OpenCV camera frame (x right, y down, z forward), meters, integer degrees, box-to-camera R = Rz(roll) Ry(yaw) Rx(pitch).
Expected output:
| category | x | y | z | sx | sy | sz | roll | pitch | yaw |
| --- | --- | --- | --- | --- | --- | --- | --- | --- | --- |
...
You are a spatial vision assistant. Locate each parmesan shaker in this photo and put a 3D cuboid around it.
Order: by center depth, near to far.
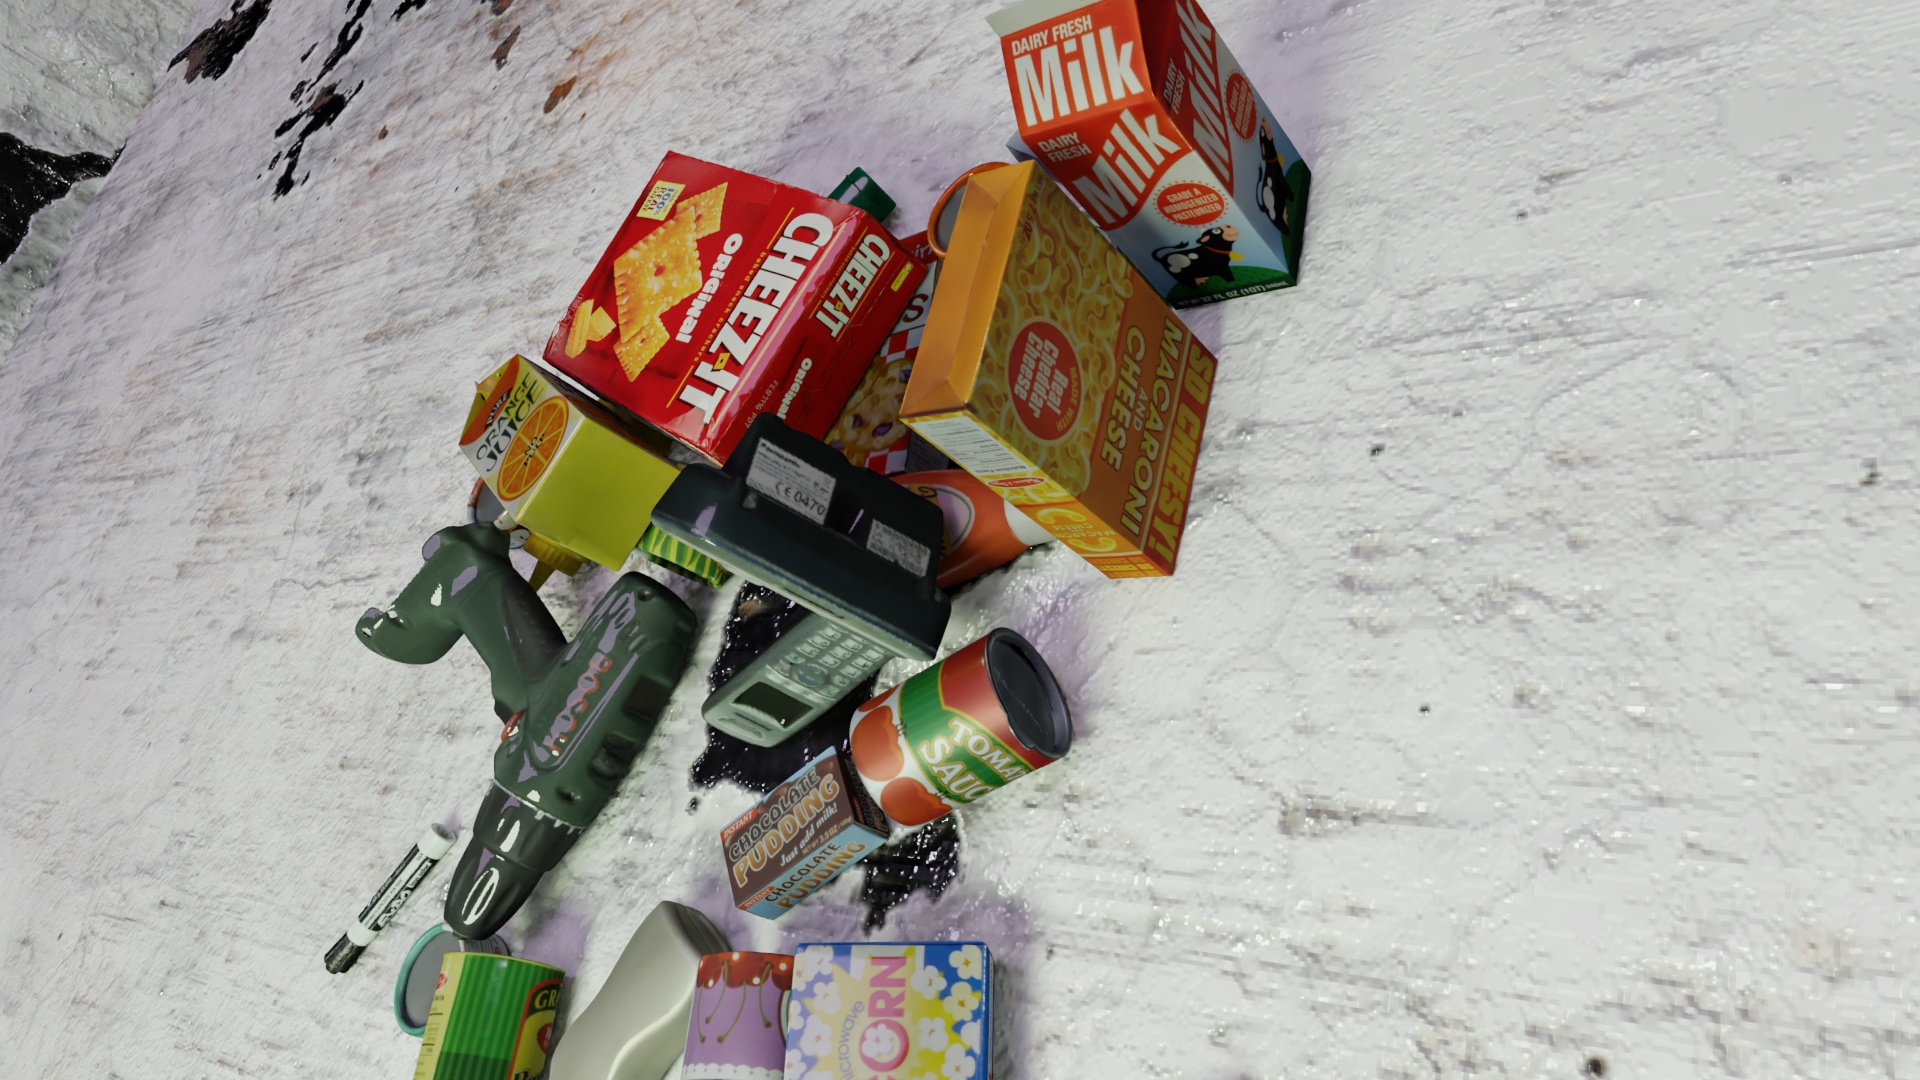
| category | x | y | z | sx | sy | sz | roll | pitch | yaw |
| --- | --- | --- | --- | --- | --- | --- | --- | --- | --- |
| parmesan shaker | -0.258 | 0.282 | 0.751 | 0.071 | 0.071 | 0.103 | -13 | 58 | 34 |

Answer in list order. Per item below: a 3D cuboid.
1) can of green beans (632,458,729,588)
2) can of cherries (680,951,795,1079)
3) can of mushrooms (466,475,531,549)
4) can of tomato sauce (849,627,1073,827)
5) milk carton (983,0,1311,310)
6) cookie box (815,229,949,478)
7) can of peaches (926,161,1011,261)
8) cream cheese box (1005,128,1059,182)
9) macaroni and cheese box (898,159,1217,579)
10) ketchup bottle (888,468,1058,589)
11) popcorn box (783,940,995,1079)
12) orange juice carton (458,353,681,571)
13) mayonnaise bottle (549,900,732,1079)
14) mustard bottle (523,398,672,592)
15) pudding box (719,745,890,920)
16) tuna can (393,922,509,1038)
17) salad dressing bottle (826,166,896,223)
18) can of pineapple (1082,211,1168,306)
| category | x | y | z | sx | sy | sz | roll | pitch | yaw |
| --- | --- | --- | --- | --- | --- | --- | --- | --- | --- |
| can of green beans | -0.163 | -0.010 | 0.847 | 0.071 | 0.071 | 0.058 | 12 | 74 | 44 |
| can of cherries | -0.091 | 0.226 | 0.642 | 0.071 | 0.071 | 0.058 | -17 | 54 | 32 |
| can of mushrooms | -0.329 | -0.032 | 1.023 | 0.071 | 0.033 | 0.071 | -21 | 53 | 30 |
| can of tomato sauce | 0.000 | 0.090 | 0.648 | 0.083 | 0.071 | 0.071 | -31 | 49 | 23 |
| milk carton | 0.092 | -0.193 | 0.655 | 0.072 | 0.190 | 0.074 | -6 | 62 | 38 |
| cookie box | -0.057 | -0.097 | 0.830 | 0.123 | 0.040 | 0.168 | -11 | 59 | 35 |
| can of peaches | 0.022 | -0.176 | 0.798 | 0.071 | 0.058 | 0.071 | -20 | 54 | 30 |
| cream cheese box | 0.077 | -0.233 | 0.812 | 0.053 | 0.024 | 0.104 | -52 | 44 | 0 |
| macaroni and cheese box | 0.051 | -0.071 | 0.632 | 0.040 | 0.166 | 0.124 | -3 | 63 | 40 |
| ketchup bottle | 0.003 | -0.009 | 0.721 | 0.148 | 0.043 | 0.065 | -12 | 79 | 34 |
| popcorn box | -0.030 | 0.234 | 0.581 | 0.085 | 0.038 | 0.127 | -2 | 59 | 7 |
| orange juice carton | -0.250 | -0.057 | 0.861 | 0.073 | 0.071 | 0.193 | -57 | 37 | 1 |
| mayonnaise bottle | -0.174 | 0.260 | 0.709 | 0.148 | 0.041 | 0.065 | -54 | 43 | 2 |
| mustard bottle | -0.255 | -0.027 | 0.946 | 0.065 | 0.048 | 0.160 | 20 | 79 | 49 |
| pudding box | -0.080 | 0.148 | 0.705 | 0.083 | 0.030 | 0.050 | -37 | 45 | 16 |
| tuna can | -0.302 | 0.263 | 0.819 | 0.071 | 0.033 | 0.071 | -20 | 53 | 29 |
| salad dressing bottle | -0.105 | -0.182 | 0.921 | 0.147 | 0.044 | 0.064 | -45 | 43 | 7 |
| can of pineapple | 0.067 | -0.128 | 0.731 | 0.071 | 0.058 | 0.071 | -21 | 53 | 30 |
